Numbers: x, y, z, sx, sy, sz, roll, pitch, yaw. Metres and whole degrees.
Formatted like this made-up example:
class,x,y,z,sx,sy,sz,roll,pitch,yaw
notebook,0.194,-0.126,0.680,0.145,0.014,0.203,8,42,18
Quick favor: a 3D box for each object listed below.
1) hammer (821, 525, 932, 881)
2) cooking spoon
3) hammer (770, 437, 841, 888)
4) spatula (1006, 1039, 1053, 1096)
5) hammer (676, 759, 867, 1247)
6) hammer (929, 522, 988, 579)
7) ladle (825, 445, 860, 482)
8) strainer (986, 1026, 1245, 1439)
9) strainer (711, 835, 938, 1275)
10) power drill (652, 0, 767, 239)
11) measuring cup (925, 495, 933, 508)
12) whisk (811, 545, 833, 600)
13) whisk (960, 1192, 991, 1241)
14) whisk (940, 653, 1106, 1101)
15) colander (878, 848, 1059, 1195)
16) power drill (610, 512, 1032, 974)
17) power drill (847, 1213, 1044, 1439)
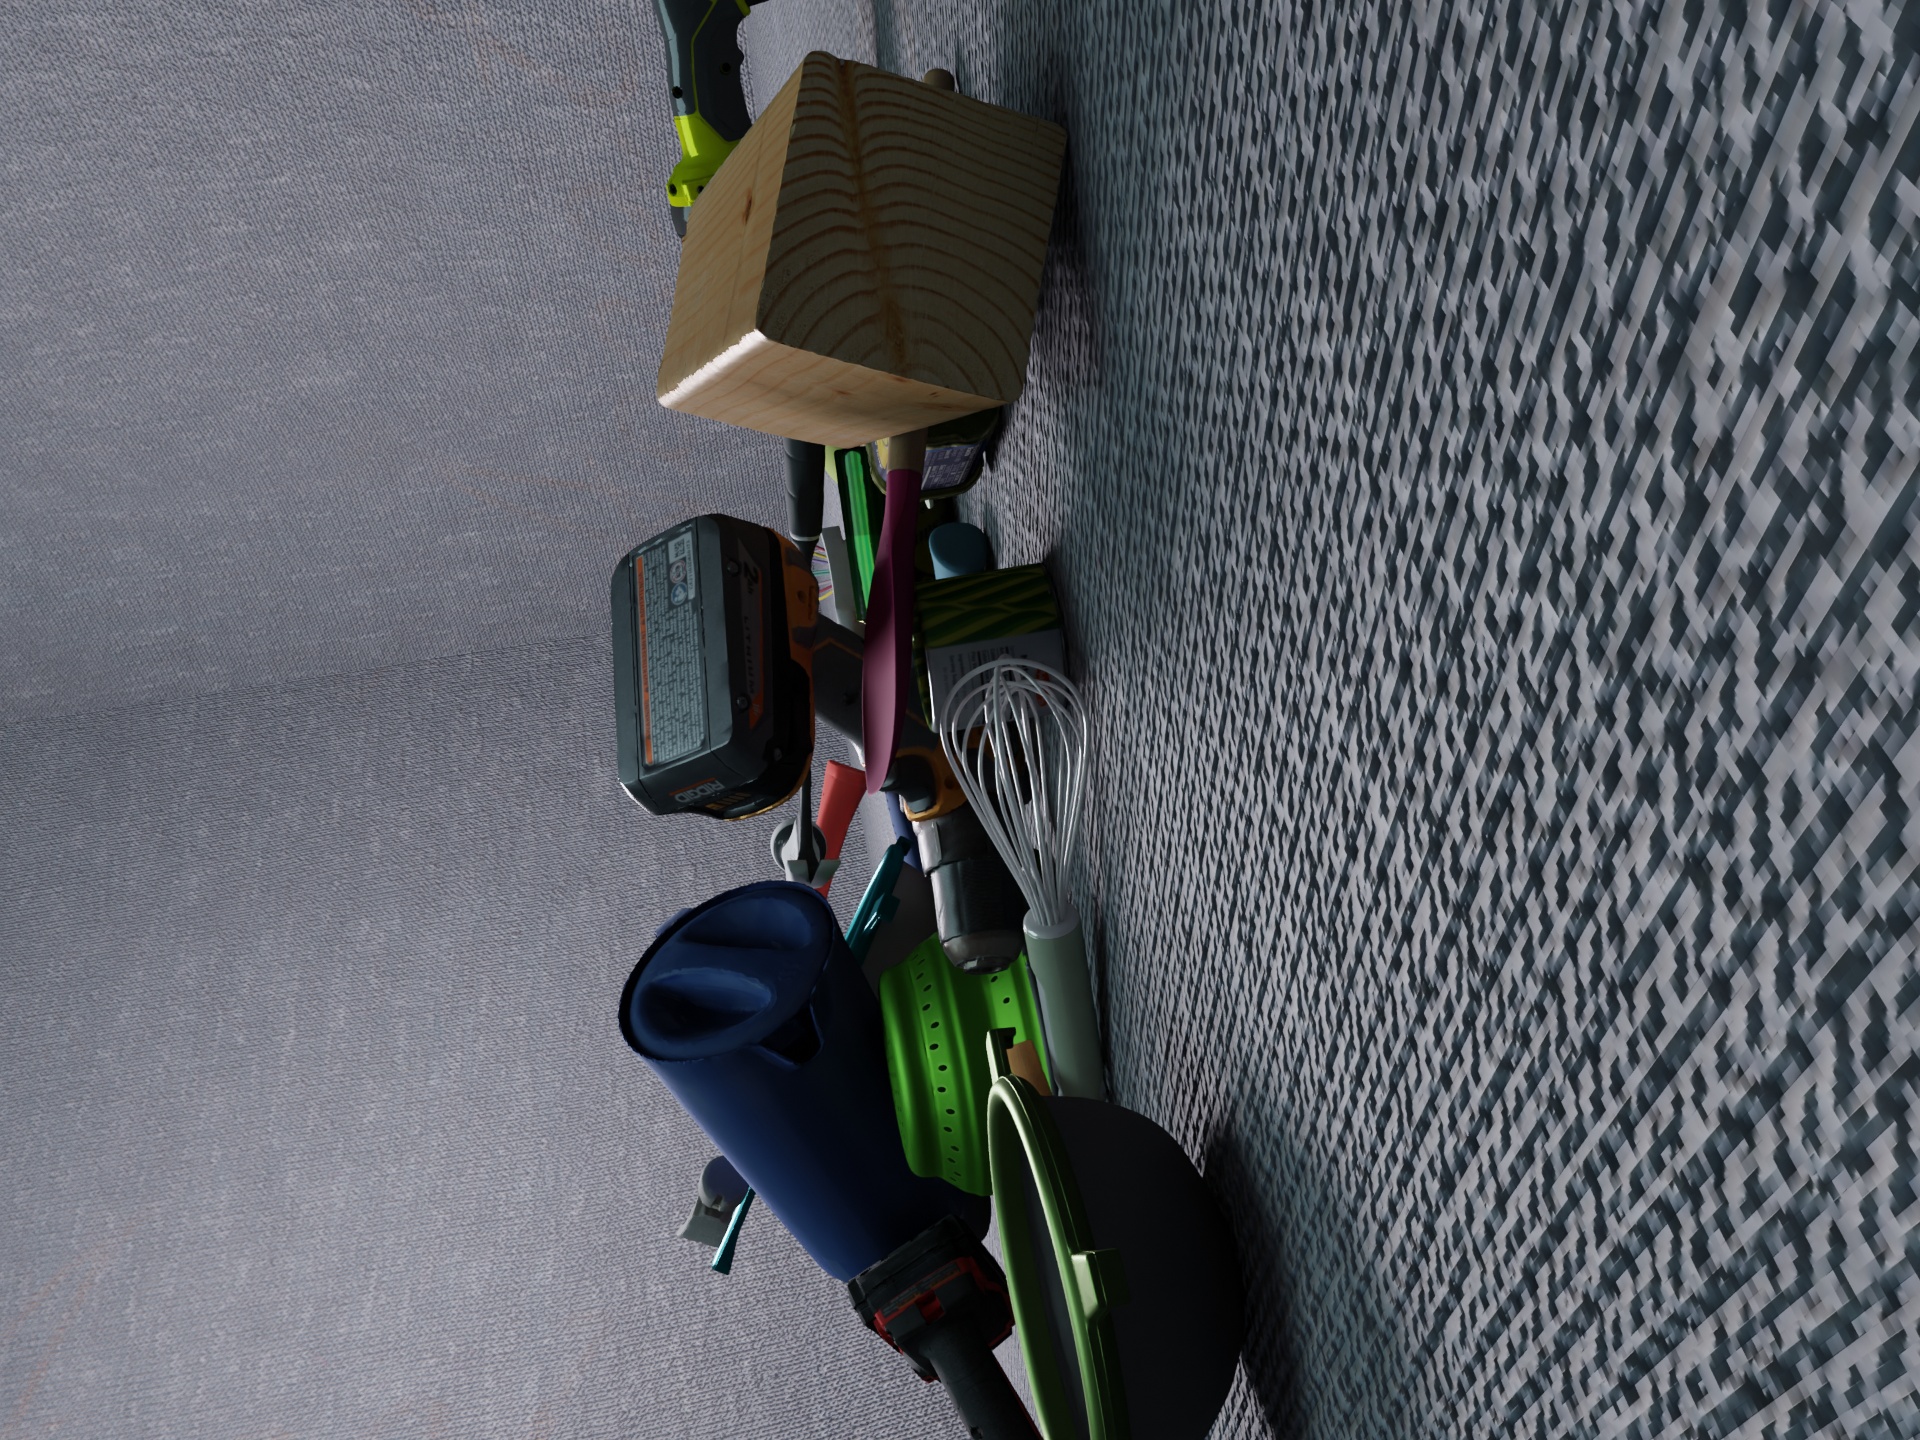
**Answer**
class,x,y,z,sx,sy,sz,roll,pitch,yaw
hammer,-0.052,0.017,1.173,0.405,0.035,0.144,80,-179,-58
cooking spoon,-0.021,-0.127,0.663,0.069,0.017,0.319,144,132,-73
hammer,-0.095,-0.097,0.962,0.149,0.036,0.409,-147,57,-79
spatula,0.065,0.299,0.683,0.081,0.041,0.323,102,151,-75
hammer,-0.127,0.188,1.133,0.149,0.036,0.359,117,170,-57
hammer,-0.002,-0.003,0.957,0.330,0.033,0.128,90,170,-57
ladle,-0.045,-0.127,1.195,0.078,0.062,0.320,100,154,-52
strainer,0.064,0.239,0.552,0.152,0.069,0.256,-123,24,-70
strainer,-0.076,0.259,1.135,0.211,0.095,0.340,-83,16,-82
power drill,-0.125,-0.406,0.942,0.080,0.171,0.223,-99,-6,-61
measuring cup,-0.019,-0.188,0.827,0.083,0.038,0.168,99,159,-71
whisk,-0.089,-0.114,1.178,0.245,0.051,0.047,4,92,59
whisk,-0.002,0.276,1.131,0.285,0.070,0.070,-97,0,-69
whisk,0.037,0.079,0.674,0.058,0.059,0.246,-90,-9,-58
colander,0.011,0.234,0.911,0.396,0.094,0.205,88,171,-49
power drill,-0.047,0.017,0.725,0.226,0.084,0.185,18,-121,-50
power drill,0.029,0.401,0.888,0.220,0.078,0.143,54,173,38
